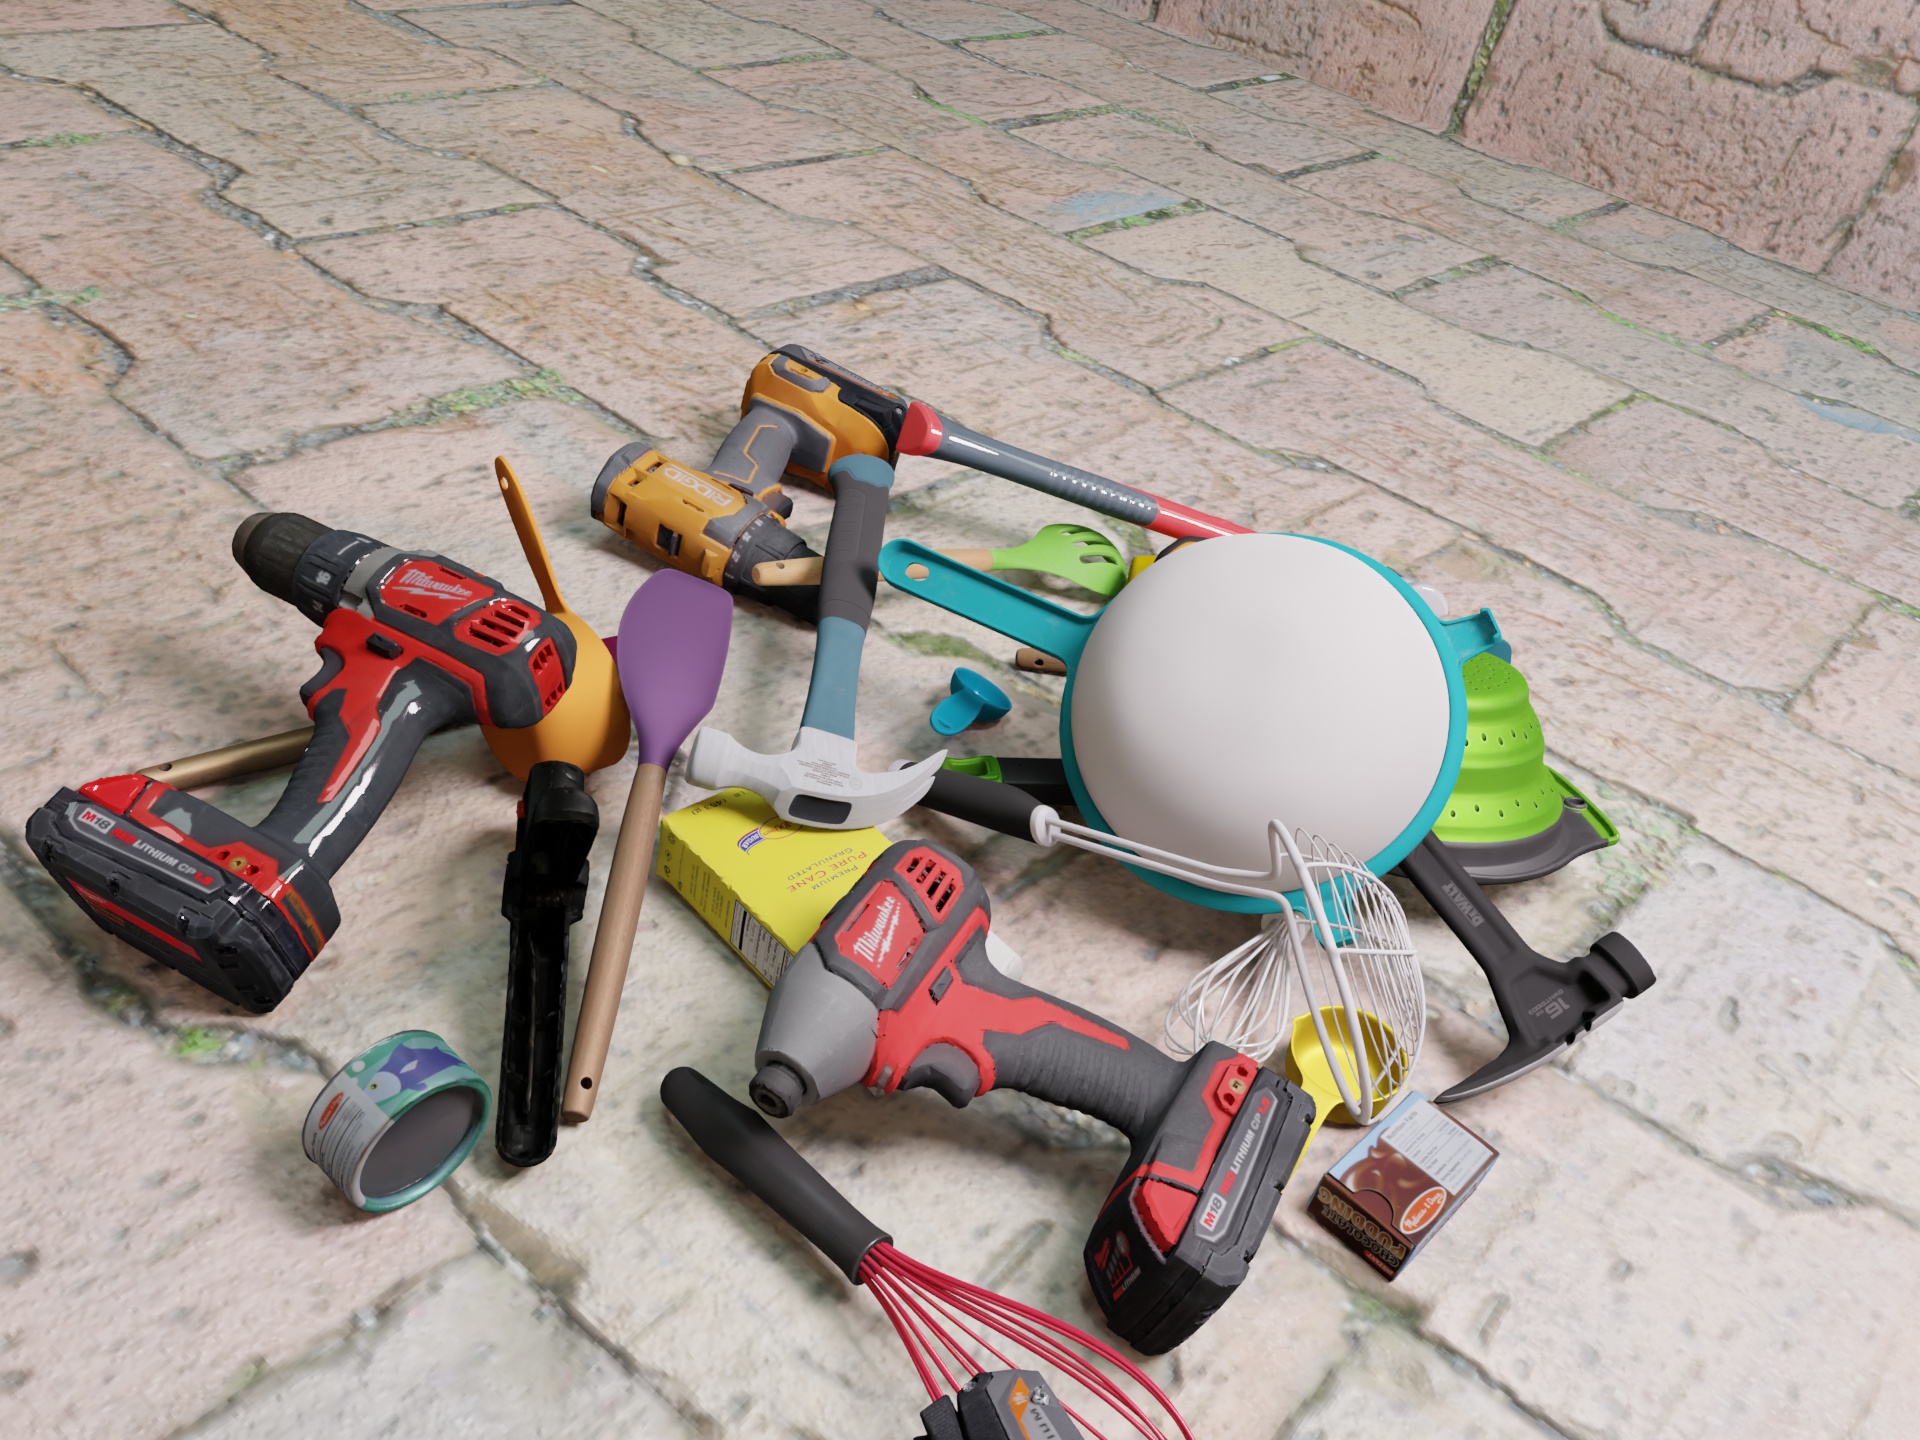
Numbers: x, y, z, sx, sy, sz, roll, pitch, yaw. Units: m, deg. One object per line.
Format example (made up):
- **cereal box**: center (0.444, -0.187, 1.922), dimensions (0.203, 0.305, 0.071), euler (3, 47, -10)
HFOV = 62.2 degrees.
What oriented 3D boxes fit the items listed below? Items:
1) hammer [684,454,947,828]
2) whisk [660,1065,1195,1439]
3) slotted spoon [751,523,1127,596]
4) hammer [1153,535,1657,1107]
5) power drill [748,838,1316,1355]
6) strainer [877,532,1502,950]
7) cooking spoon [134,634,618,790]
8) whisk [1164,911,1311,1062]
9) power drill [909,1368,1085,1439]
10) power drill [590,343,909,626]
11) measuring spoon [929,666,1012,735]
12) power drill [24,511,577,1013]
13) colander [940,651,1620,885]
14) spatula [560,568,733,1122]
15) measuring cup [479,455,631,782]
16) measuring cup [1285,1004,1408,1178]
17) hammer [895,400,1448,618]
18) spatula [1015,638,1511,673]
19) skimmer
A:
- **hammer**: center (-0.068, -0.059, 0.908), dimensions (0.128, 0.033, 0.331), euler (18, 37, -12)
- **whisk**: center (-0.021, 0.222, 0.617), dimensions (0.296, 0.073, 0.073), euler (31, 39, 32)
- **slotted spoon**: center (-0.001, -0.103, 1.050), dimensions (0.313, 0.031, 0.070), euler (-8, 53, -39)
- **hammer**: center (0.202, 0.035, 0.838), dimensions (0.127, 0.034, 0.337), euler (-33, 67, -5)
- **power drill**: center (0.023, 0.155, 0.665), dimensions (0.220, 0.078, 0.143), euler (33, 46, 9)
- **strainer**: center (0.091, -0.040, 0.822), dimensions (0.340, 0.095, 0.211), euler (25, 80, 21)
- **cooking spoon**: center (-0.282, -0.006, 0.874), dimensions (0.319, 0.017, 0.069), euler (-18, 47, -37)
- **whisk**: center (0.167, 0.113, 0.840), dimensions (0.058, 0.059, 0.246), euler (-1, 22, 30)
- **power drill**: center (-0.055, 0.281, 0.447), dimensions (0.226, 0.084, 0.164), euler (-24, 18, -14)
- **power drill**: center (-0.115, -0.158, 1.087), dimensions (0.185, 0.084, 0.226), euler (29, 42, 9)
- **measuring spoon**: center (-0.001, -0.003, 0.933), dimensions (0.042, 0.021, 0.128), euler (36, 19, 4)
- **power drill**: center (-0.315, 0.001, 0.740), dimensions (0.188, 0.080, 0.227), euler (24, 57, 15)
- **colander**: center (0.186, 0.006, 0.920), dimensions (0.397, 0.094, 0.205), euler (2, 23, -7)
- **spatula**: center (-0.157, 0.045, 0.773), dimensions (0.059, 0.018, 0.316), euler (20, 49, -20)
- **measuring cup**: center (-0.231, -0.048, 0.830), dimensions (0.052, 0.173, 0.095), euler (-27, 17, -38)
- **measuring cup**: center (0.157, 0.196, 0.747), dimensions (0.062, 0.029, 0.156), euler (30, 50, 24)
- **hammer**: center (0.143, -0.144, 1.116), dimensions (0.386, 0.038, 0.143), euler (19, 13, -2)
- **spatula**: center (0.194, -0.029, 1.037), dimensions (0.317, 0.082, 0.044), euler (3, 23, -6)
- **skimmer**: center (0.064, 0.078, 0.754), dimensions (0.090, 0.127, 0.363), euler (-35, 32, -31)
